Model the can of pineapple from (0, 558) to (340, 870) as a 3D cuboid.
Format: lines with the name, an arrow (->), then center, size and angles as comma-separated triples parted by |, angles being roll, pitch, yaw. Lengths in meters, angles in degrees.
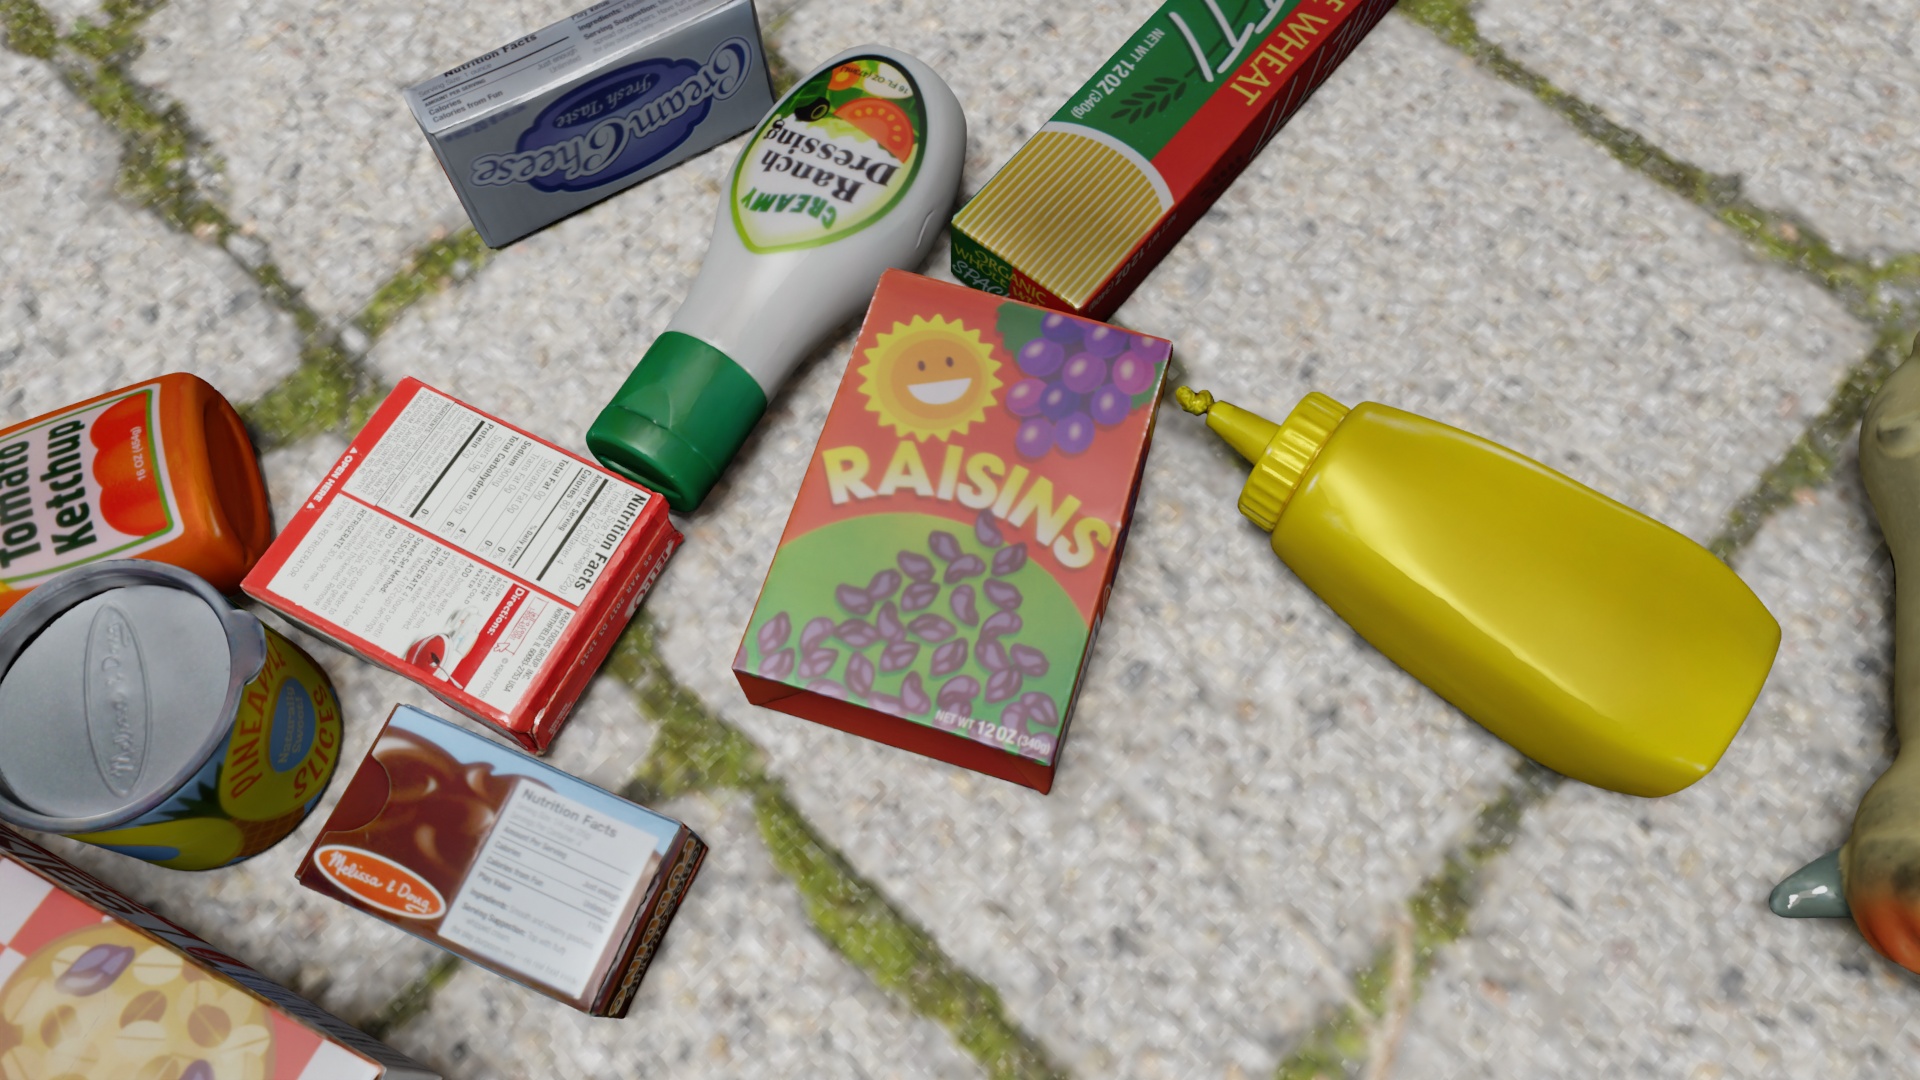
can of pineapple -> -0.197, 0.045, 0.346 | 0.071, 0.057, 0.071 | 0, 68, 0

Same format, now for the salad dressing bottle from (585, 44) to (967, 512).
salad dressing bottle -> -0.052, -0.077, 0.403 | 0.064, 0.043, 0.148 | 24, 70, 17

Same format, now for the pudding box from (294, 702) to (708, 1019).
pudding box -> -0.112, 0.079, 0.346 | 0.084, 0.030, 0.050 | 21, 70, 9

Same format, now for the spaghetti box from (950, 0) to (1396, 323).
spaghetti box -> 0.094, -0.162, 0.446 | 0.050, 0.028, 0.251 | 37, 73, 14

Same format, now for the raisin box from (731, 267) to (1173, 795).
raisin box -> 0.001, -0.005, 0.376 | 0.086, 0.040, 0.124 | 15, 70, 8

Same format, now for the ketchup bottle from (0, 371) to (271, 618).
ketchup bottle -> -0.268, 0.006, 0.371 | 0.149, 0.043, 0.065 | -19, 66, -7

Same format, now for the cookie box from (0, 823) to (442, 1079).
cookie box -> -0.215, 0.125, 0.279 | 0.167, 0.040, 0.123 | 25, 68, 10

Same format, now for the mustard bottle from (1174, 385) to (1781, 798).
mustard bottle -> 0.126, 0.001, 0.366 | 0.160, 0.048, 0.065 | 35, 72, 15

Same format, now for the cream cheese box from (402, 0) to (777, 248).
cream cheese box -> -0.109, -0.133, 0.423 | 0.104, 0.053, 0.024 | -29, 68, -11
